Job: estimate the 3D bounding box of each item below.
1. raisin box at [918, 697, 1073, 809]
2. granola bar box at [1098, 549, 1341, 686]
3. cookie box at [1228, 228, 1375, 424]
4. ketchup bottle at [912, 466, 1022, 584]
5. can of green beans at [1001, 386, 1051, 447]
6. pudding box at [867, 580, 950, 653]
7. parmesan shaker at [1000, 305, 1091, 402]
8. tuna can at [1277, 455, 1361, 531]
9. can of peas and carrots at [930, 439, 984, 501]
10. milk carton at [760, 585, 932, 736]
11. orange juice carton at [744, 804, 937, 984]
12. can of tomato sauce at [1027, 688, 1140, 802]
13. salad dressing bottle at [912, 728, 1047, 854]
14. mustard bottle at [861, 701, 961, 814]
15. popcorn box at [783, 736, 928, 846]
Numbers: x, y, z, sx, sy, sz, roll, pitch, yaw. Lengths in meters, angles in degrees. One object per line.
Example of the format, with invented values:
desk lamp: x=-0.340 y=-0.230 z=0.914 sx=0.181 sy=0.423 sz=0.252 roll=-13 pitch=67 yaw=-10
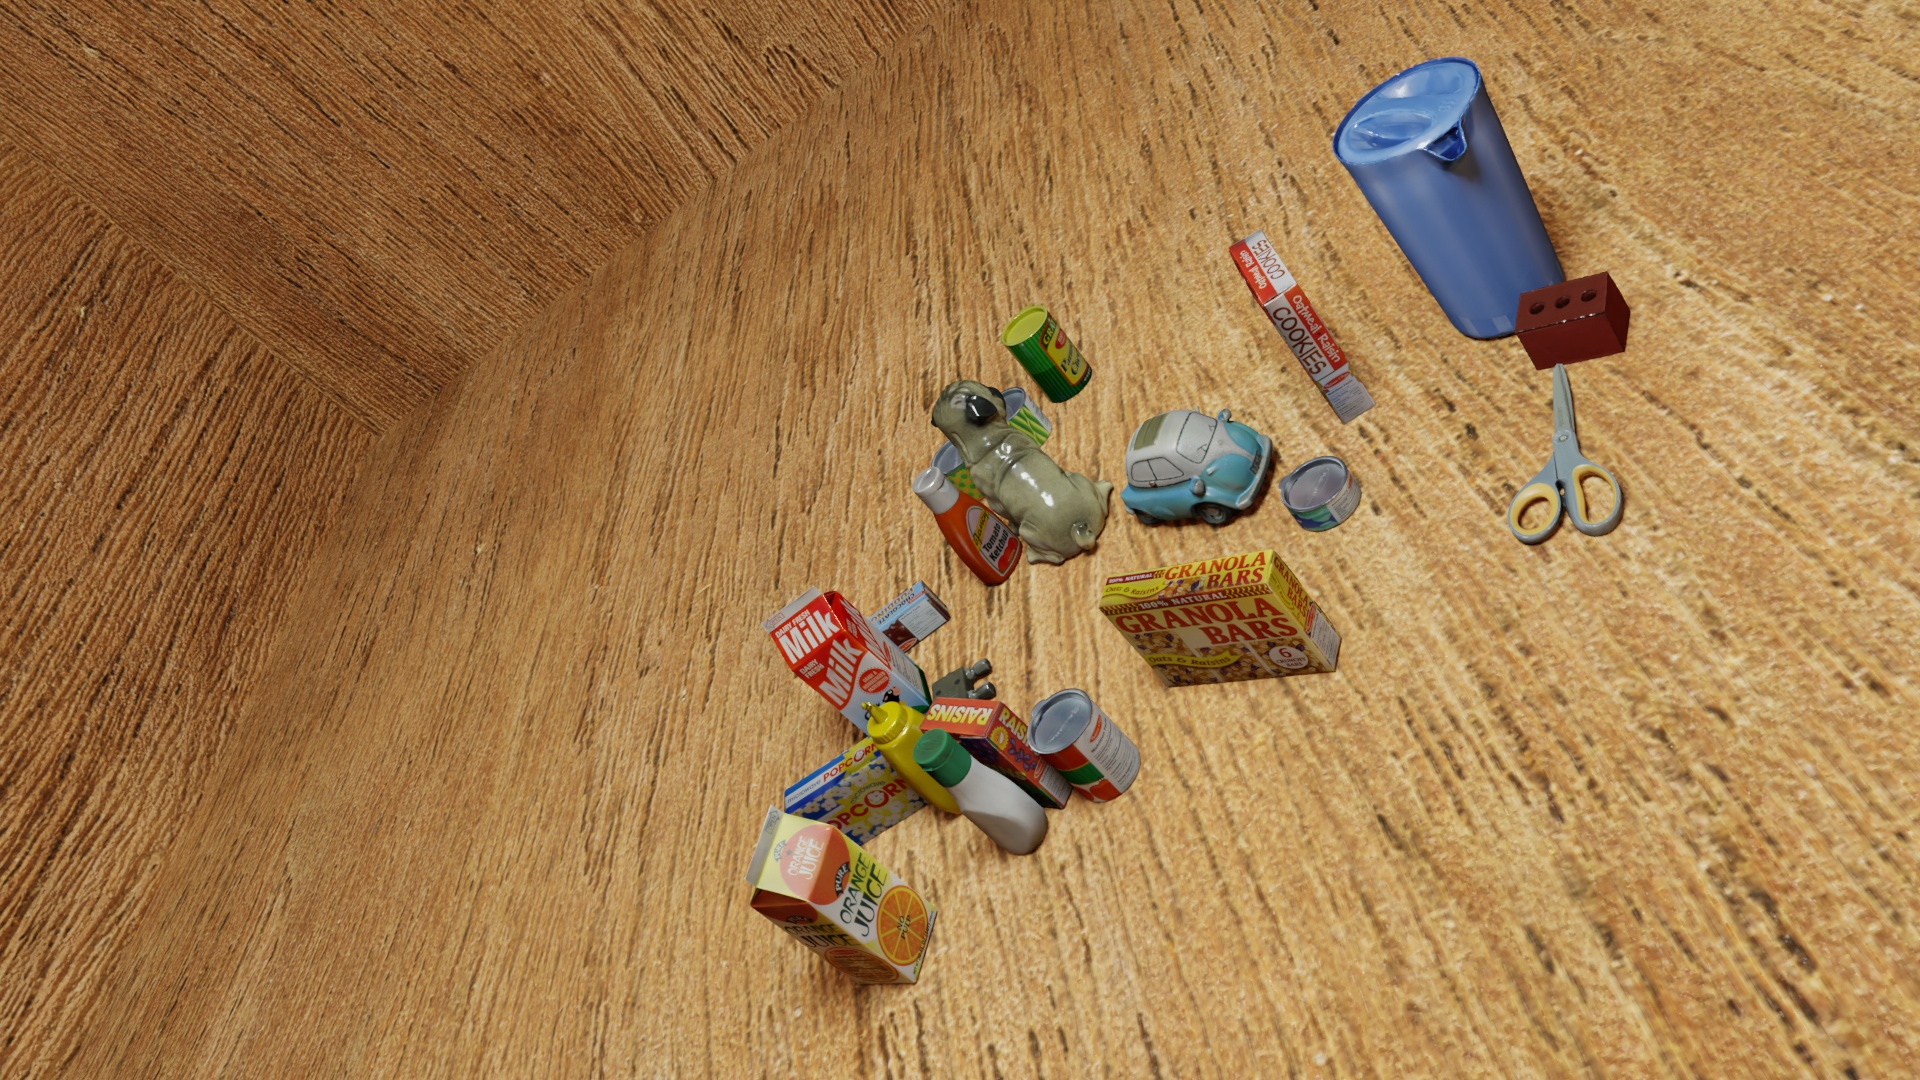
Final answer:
raisin box: x=0.034 y=0.190 z=1.241 sx=0.086 sy=0.123 sz=0.040 roll=-3 pitch=50 yaw=47
granola bar box: x=0.219 y=0.069 z=1.179 sx=0.165 sy=0.124 sz=0.039 roll=-11 pitch=44 yaw=41
cookie box: x=0.328 y=-0.207 z=1.344 sx=0.040 sy=0.167 sz=0.123 roll=-33 pitch=33 yaw=16
ketchup bottle: x=0.005 y=-0.019 z=1.496 sx=0.043 sy=0.148 sz=0.065 roll=-5 pitch=48 yaw=45
can of green beans: x=0.066 y=-0.140 z=1.659 sx=0.071 sy=0.057 sz=0.071 roll=-29 pitch=34 yaw=22
pudding box: x=-0.059 y=0.089 z=1.535 sx=0.083 sy=0.049 sz=0.030 roll=-37 pitch=32 yaw=10
parmesan shaker: x=0.105 y=-0.226 z=1.675 sx=0.071 sy=0.103 sz=0.072 roll=-29 pitch=34 yaw=22
tuna can: x=0.329 y=-0.043 z=1.276 sx=0.071 sy=0.032 sz=0.071 roll=-29 pitch=34 yaw=22
can of peas and carrots: x=0.010 y=-0.087 z=1.658 sx=0.071 sy=0.058 sz=0.071 roll=-29 pitch=34 yaw=22
milk carton: x=-0.115 y=0.122 z=1.423 sx=0.072 sy=0.190 sz=0.074 roll=-37 pitch=32 yaw=11
orange juice carton: x=-0.111 y=0.307 z=1.197 sx=0.073 sy=0.192 sz=0.072 roll=-16 pitch=41 yaw=37
can of tomato sauce: x=0.107 y=0.179 z=1.212 sx=0.071 sy=0.083 sz=0.071 roll=-29 pitch=34 yaw=22
salad dressing bottle: x=0.017 y=0.217 z=1.205 sx=0.064 sy=0.147 sz=0.044 roll=-9 pitch=45 yaw=43
mustard bottle: x=-0.041 y=0.191 z=1.288 sx=0.065 sy=0.160 sz=0.049 roll=-50 pitch=32 yaw=-11
popcorn box: x=-0.098 y=0.248 z=1.355 sx=0.126 sy=0.085 sz=0.038 roll=-34 pitch=33 yaw=15
